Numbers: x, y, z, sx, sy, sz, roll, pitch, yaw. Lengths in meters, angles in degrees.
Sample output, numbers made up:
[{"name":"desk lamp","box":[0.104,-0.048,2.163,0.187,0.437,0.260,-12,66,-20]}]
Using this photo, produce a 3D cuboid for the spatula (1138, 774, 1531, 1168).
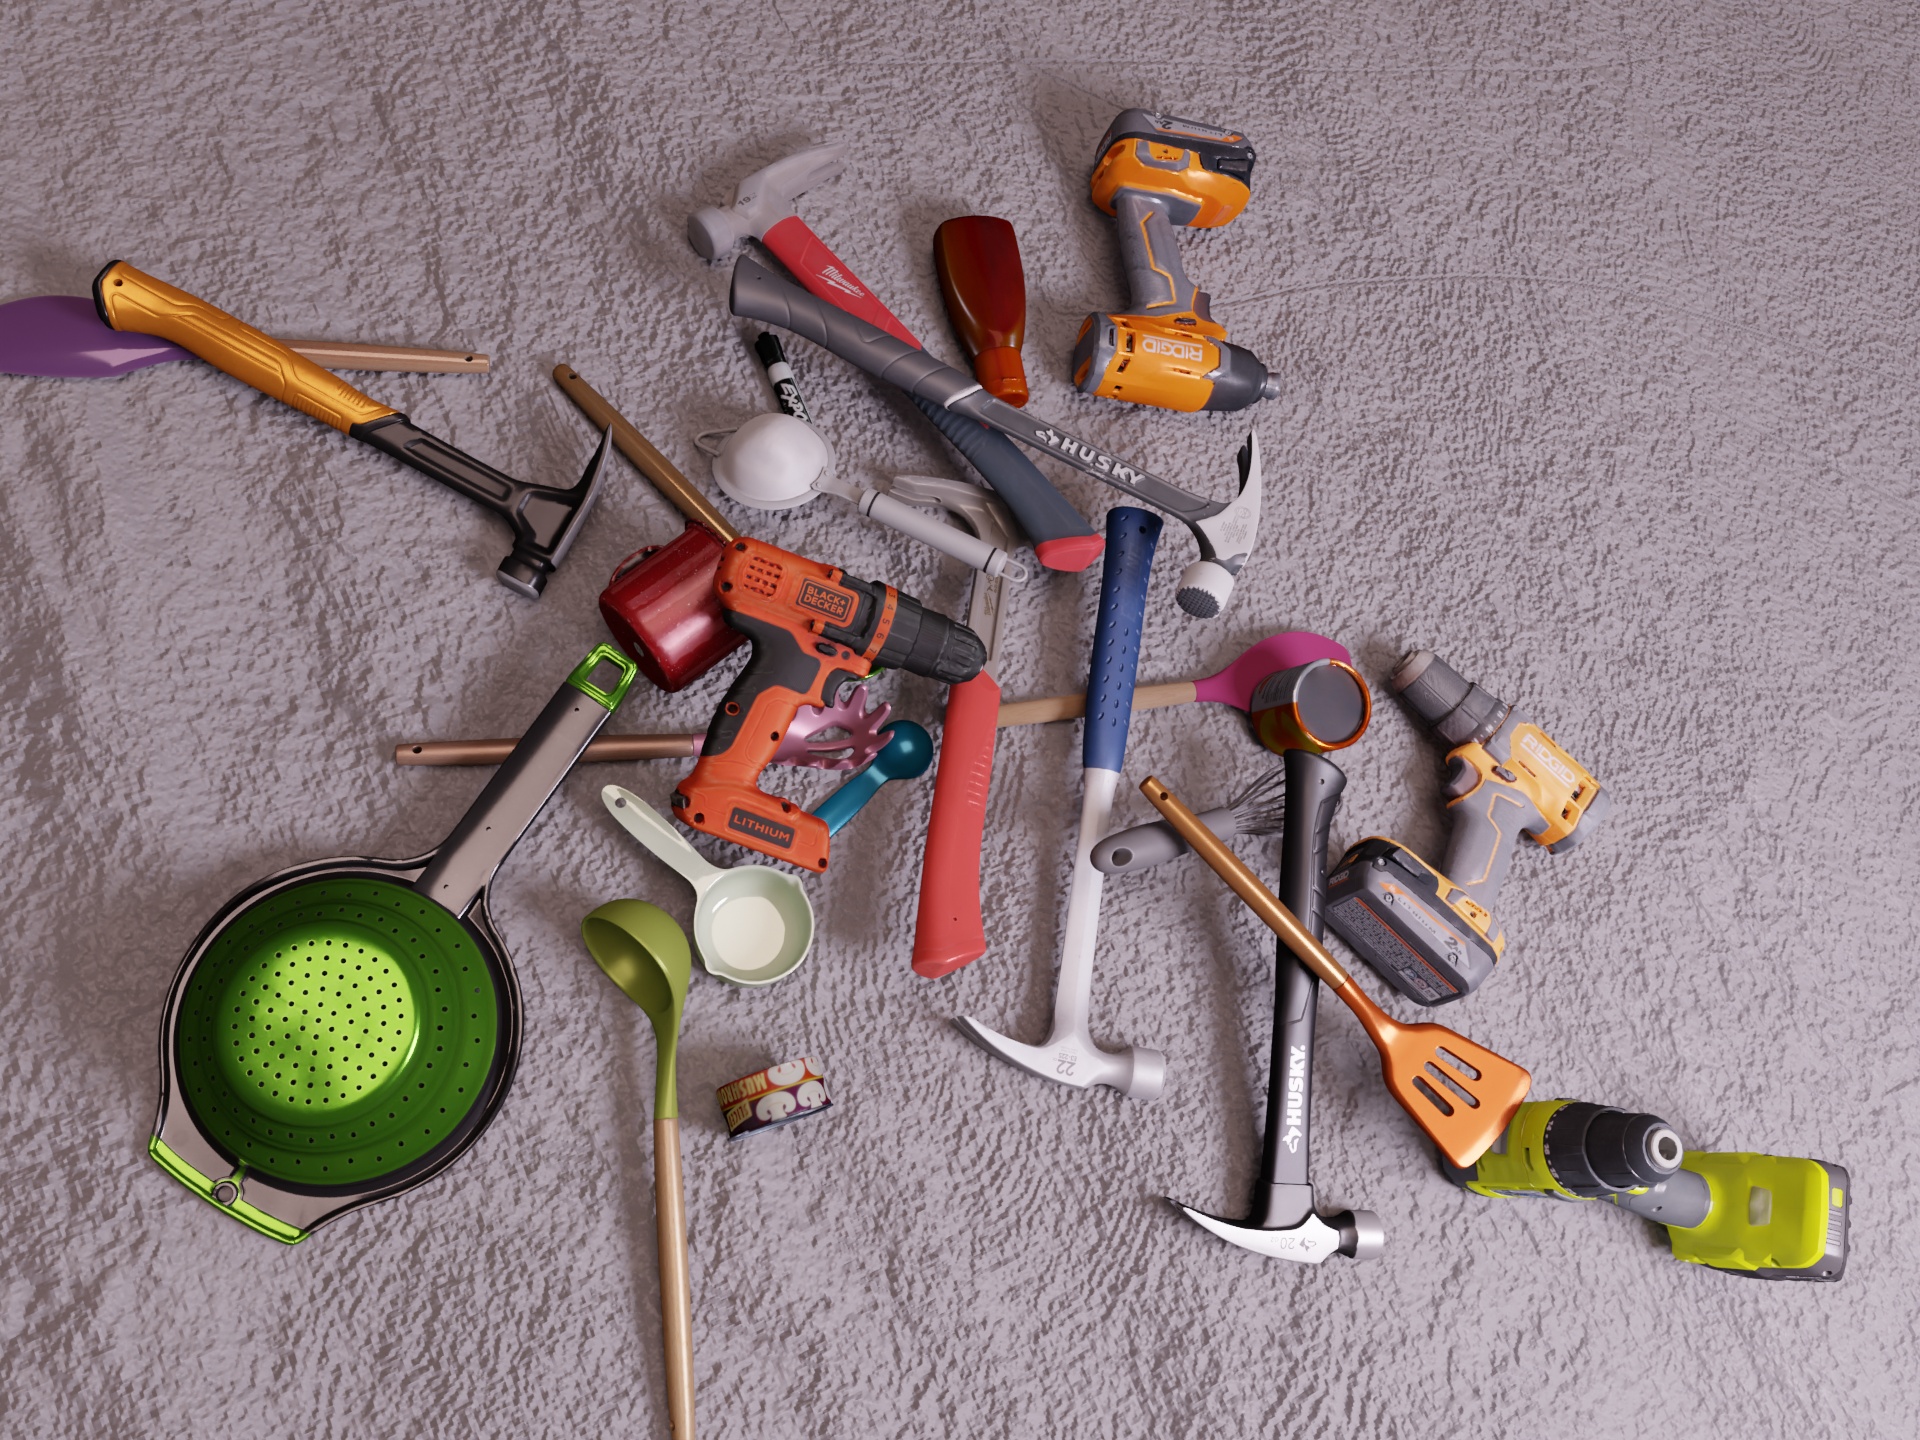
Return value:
[{"name":"spatula","box":[0.233,0.151,1.026,0.322,0.041,0.081,45,76,-6]}]

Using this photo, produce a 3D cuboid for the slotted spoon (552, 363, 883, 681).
[{"name":"slotted spoon","box":[-0.170,-0.137,1.100,0.314,0.031,0.070,45,53,5]}]

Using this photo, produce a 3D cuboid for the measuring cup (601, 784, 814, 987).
[{"name":"measuring cup","box":[-0.167,0.103,1.017,0.167,0.038,0.083,42,67,4]}]

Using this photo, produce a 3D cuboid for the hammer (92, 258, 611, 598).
[{"name":"hammer","box":[-0.399,-0.212,1.042,0.336,0.034,0.127,28,76,-7]}]

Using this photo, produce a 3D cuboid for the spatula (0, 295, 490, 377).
[{"name":"spatula","box":[-0.478,-0.248,1.058,0.316,0.018,0.060,1,73,-14]}]

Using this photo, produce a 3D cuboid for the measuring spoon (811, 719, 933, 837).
[{"name":"measuring spoon","box":[-0.066,0.044,1.070,0.042,0.021,0.128,45,65,3]}]

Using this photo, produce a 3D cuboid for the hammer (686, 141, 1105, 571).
[{"name":"hammer","box":[-0.024,-0.263,1.153,0.143,0.038,0.386,-37,78,-24]}]

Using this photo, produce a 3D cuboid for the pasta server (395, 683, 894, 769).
[{"name":"pasta server","box":[-0.202,0.013,1.036,0.316,0.040,0.060,-2,61,-15]}]

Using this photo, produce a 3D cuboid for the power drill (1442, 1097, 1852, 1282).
[{"name":"power drill","box":[0.461,0.301,1.041,0.228,0.190,0.080,19,70,-13]}]

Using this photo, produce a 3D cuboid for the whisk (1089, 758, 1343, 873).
[{"name":"whisk","box":[0.179,0.067,1.085,0.239,0.055,0.055,-12,75,-36]}]

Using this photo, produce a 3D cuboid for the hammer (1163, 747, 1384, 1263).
[{"name":"hammer","box":[0.218,0.186,1.057,0.146,0.035,0.335,6,83,-14]}]

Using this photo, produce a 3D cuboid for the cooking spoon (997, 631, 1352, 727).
[{"name":"cooking spoon","box":[0.144,-0.018,1.150,0.318,0.017,0.069,-7,85,-18]}]

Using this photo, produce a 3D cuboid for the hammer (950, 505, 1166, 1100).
[{"name":"hammer","box":[0.090,0.044,1.090,0.144,0.035,0.406,12,73,-12]}]

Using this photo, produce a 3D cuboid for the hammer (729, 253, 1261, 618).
[{"name":"hammer","box":[0.023,-0.220,1.102,0.409,0.036,0.149,27,61,1]}]

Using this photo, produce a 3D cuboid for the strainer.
[{"name":"strainer","box":[-0.069,-0.156,1.096,0.258,0.050,0.087,26,61,6]}]

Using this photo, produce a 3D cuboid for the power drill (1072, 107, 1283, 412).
[{"name":"power drill","box":[0.175,-0.347,1.238,0.164,0.084,0.227,8,74,-13]}]

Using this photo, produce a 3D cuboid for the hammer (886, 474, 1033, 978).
[{"name":"hammer","box":[-0.002,-0.003,1.074,0.149,0.036,0.359,13,62,-9]}]

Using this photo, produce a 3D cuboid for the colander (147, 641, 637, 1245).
[{"name":"colander","box":[-0.313,0.107,0.925,0.204,0.094,0.397,33,72,-2]}]

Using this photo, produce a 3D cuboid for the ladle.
[{"name":"ladle","box":[-0.186,0.266,0.948,0.062,0.078,0.320,3,76,-36]}]

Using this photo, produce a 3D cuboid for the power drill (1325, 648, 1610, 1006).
[{"name":"power drill","box":[0.348,0.068,1.146,0.185,0.084,0.226,43,62,2]}]
